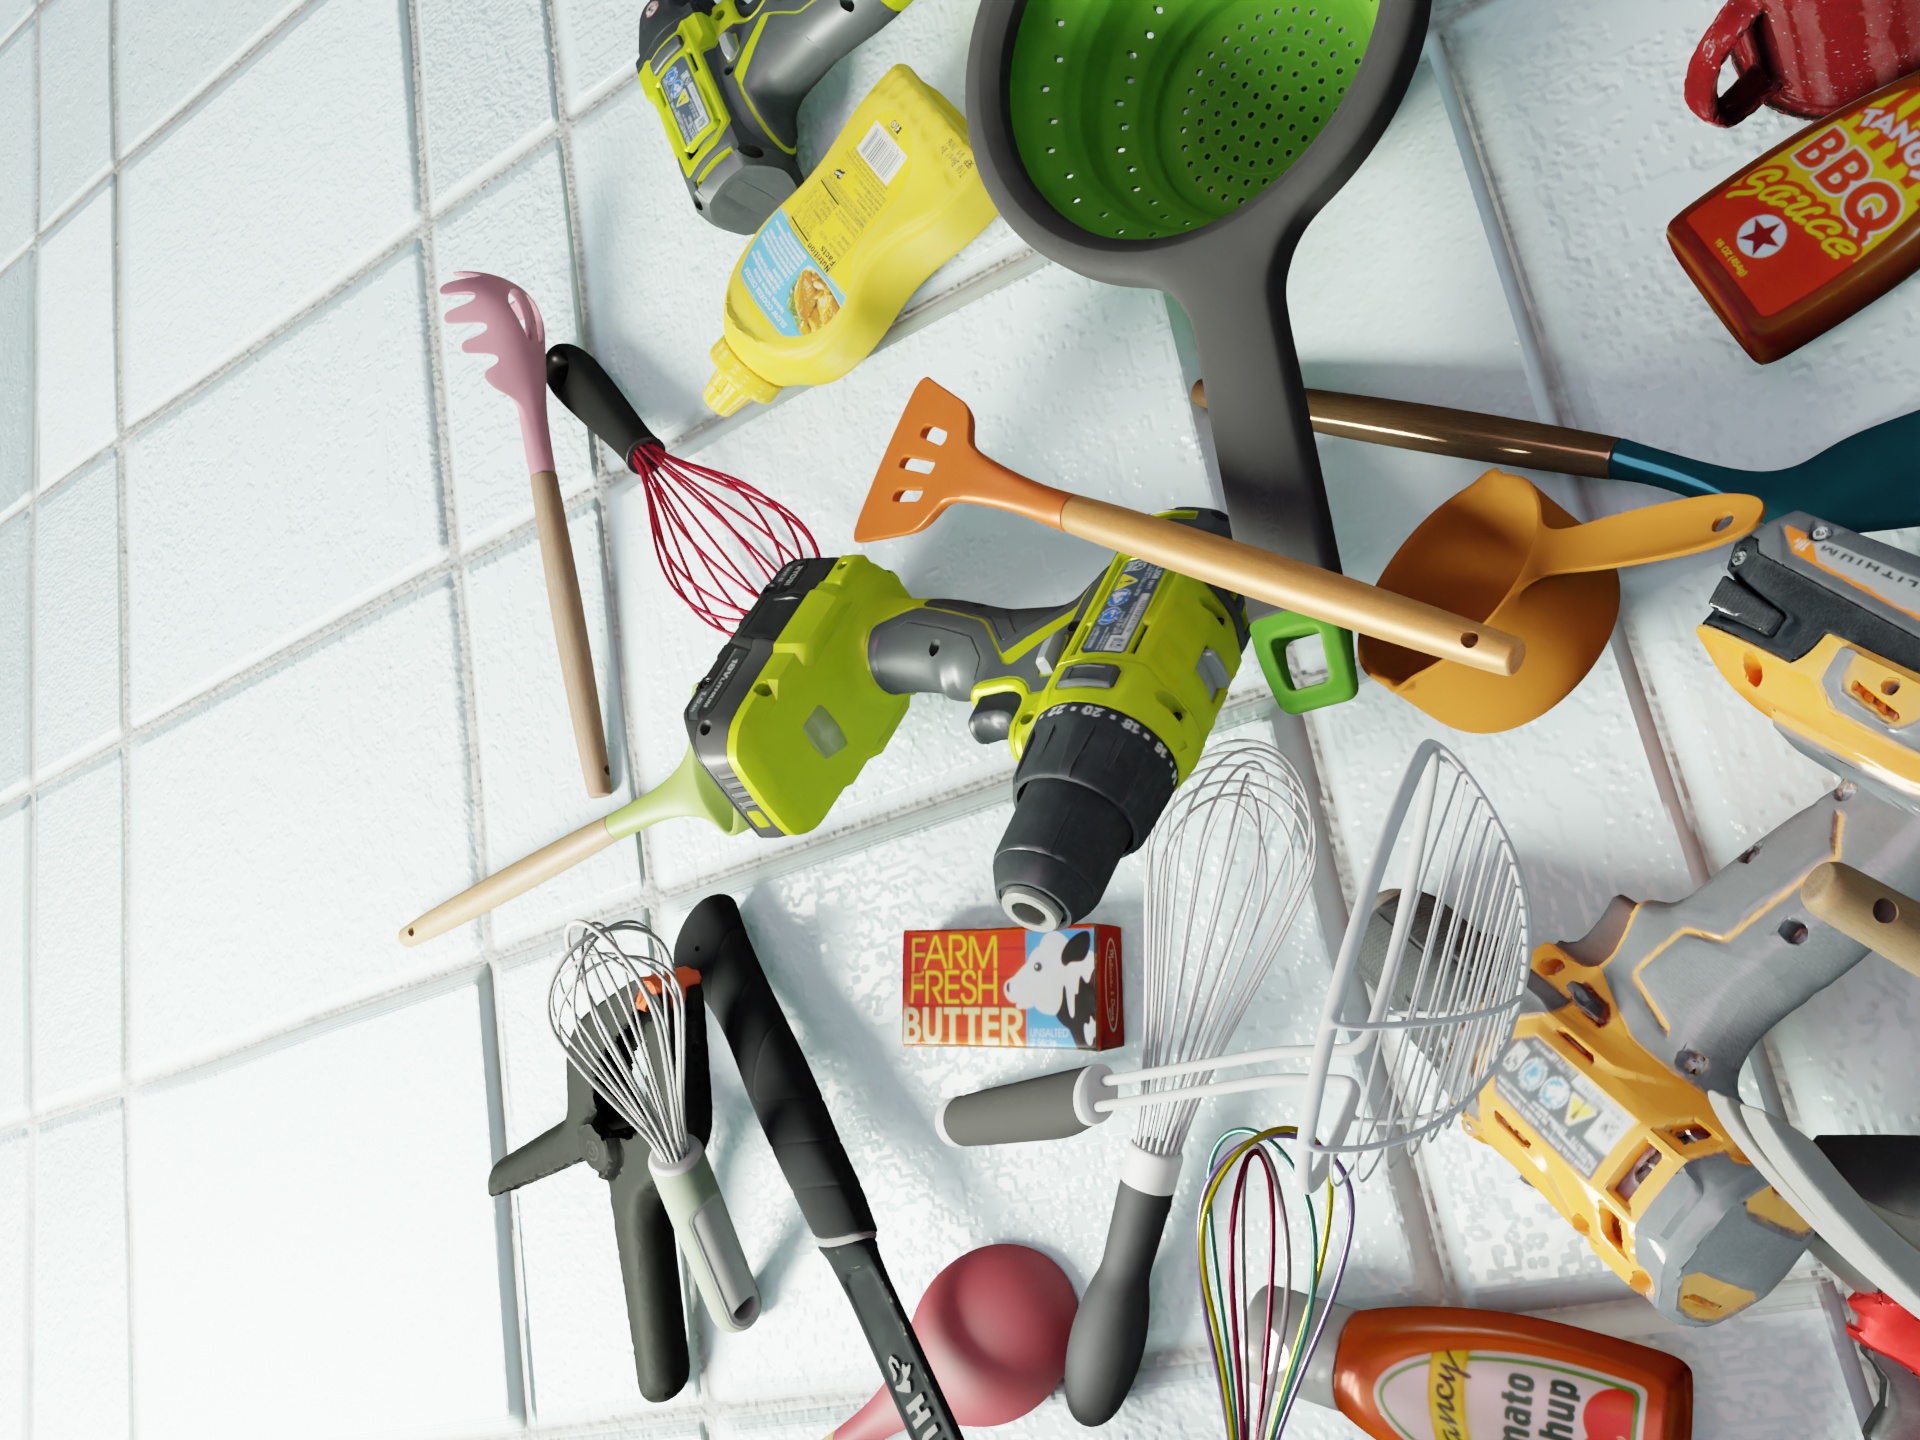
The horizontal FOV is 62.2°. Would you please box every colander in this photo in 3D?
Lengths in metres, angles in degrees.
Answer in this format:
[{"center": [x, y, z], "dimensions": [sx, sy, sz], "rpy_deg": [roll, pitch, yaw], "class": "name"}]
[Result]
[{"center": [0.122, -0.194, 0.648], "dimensions": [0.204, 0.094, 0.397], "rpy_deg": [-17, 76, 34], "class": "colander"}]

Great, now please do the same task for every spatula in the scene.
[{"center": [0.066, -0.071, 0.607], "dimensions": [0.323, 0.041, 0.081], "rpy_deg": [25, 93, 39], "class": "spatula"}, {"center": [0.219, -0.112, 0.592], "dimensions": [0.318, 0.044, 0.082], "rpy_deg": [19, 55, 38], "class": "spatula"}]

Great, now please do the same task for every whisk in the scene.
[{"center": [-0.126, 0.184, 0.693], "dimensions": [0.059, 0.058, 0.246], "rpy_deg": [19, 133, 40], "class": "whisk"}, {"center": [0.099, 0.251, 0.562], "dimensions": [0.051, 0.047, 0.245], "rpy_deg": [14, 110, 36], "class": "whisk"}, {"center": [-0.161, -0.132, 0.853], "dimensions": [0.073, 0.073, 0.296], "rpy_deg": [-54, 51, 14], "class": "whisk"}, {"center": [0.085, 0.146, 0.629], "dimensions": [0.070, 0.070, 0.284], "rpy_deg": [16, 95, 36], "class": "whisk"}]

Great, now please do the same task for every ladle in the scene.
[{"center": [-0.210, 0.066, 0.847], "dimensions": [0.320, 0.062, 0.078], "rpy_deg": [-27, 73, 31], "class": "ladle"}, {"center": [-0.068, 0.336, 0.714], "dimensions": [0.315, 0.031, 0.069], "rpy_deg": [-44, 57, 21], "class": "ladle"}]

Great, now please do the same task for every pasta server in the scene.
[{"center": [-0.235, -0.109, 0.892], "dimensions": [0.040, 0.060, 0.316], "rpy_deg": [-16, 81, 22], "class": "pasta server"}]

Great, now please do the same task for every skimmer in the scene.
[{"center": [0.056, 0.107, 0.544], "dimensions": [0.363, 0.090, 0.127], "rpy_deg": [-33, 25, 57], "class": "skimmer"}]

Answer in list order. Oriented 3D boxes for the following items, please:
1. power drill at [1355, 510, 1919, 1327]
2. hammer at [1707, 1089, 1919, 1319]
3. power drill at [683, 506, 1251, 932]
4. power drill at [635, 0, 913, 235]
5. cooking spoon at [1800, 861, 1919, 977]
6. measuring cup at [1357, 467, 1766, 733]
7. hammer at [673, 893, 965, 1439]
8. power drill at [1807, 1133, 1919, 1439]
[{"center": [0.236, 0.049, 0.517], "dimensions": [0.226, 0.084, 0.186], "rpy_deg": [-58, 33, 11], "class": "power drill"}, {"center": [0.358, 0.013, 0.411], "dimensions": [0.149, 0.036, 0.359], "rpy_deg": [39, 87, 1], "class": "hammer"}, {"center": [-0.001, -0.002, 0.662], "dimensions": [0.228, 0.080, 0.191], "rpy_deg": [1, 48, 37], "class": "power drill"}, {"center": [-0.080, -0.389, 0.835], "dimensions": [0.223, 0.080, 0.171], "rpy_deg": [-36, 63, 27], "class": "power drill"}, {"center": [0.342, 0.116, 0.378], "dimensions": [0.319, 0.017, 0.069], "rpy_deg": [30, 89, 0], "class": "cooking spoon"}, {"center": [0.209, -0.041, 0.535], "dimensions": [0.095, 0.052, 0.173], "rpy_deg": [-63, 19, -15], "class": "measuring cup"}, {"center": [-0.039, 0.234, 0.676], "dimensions": [0.149, 0.036, 0.409], "rpy_deg": [-48, 51, 20], "class": "hammer"}, {"center": [0.282, 0.235, 0.465], "dimensions": [0.143, 0.078, 0.220], "rpy_deg": [19, 88, 34], "class": "power drill"}]
